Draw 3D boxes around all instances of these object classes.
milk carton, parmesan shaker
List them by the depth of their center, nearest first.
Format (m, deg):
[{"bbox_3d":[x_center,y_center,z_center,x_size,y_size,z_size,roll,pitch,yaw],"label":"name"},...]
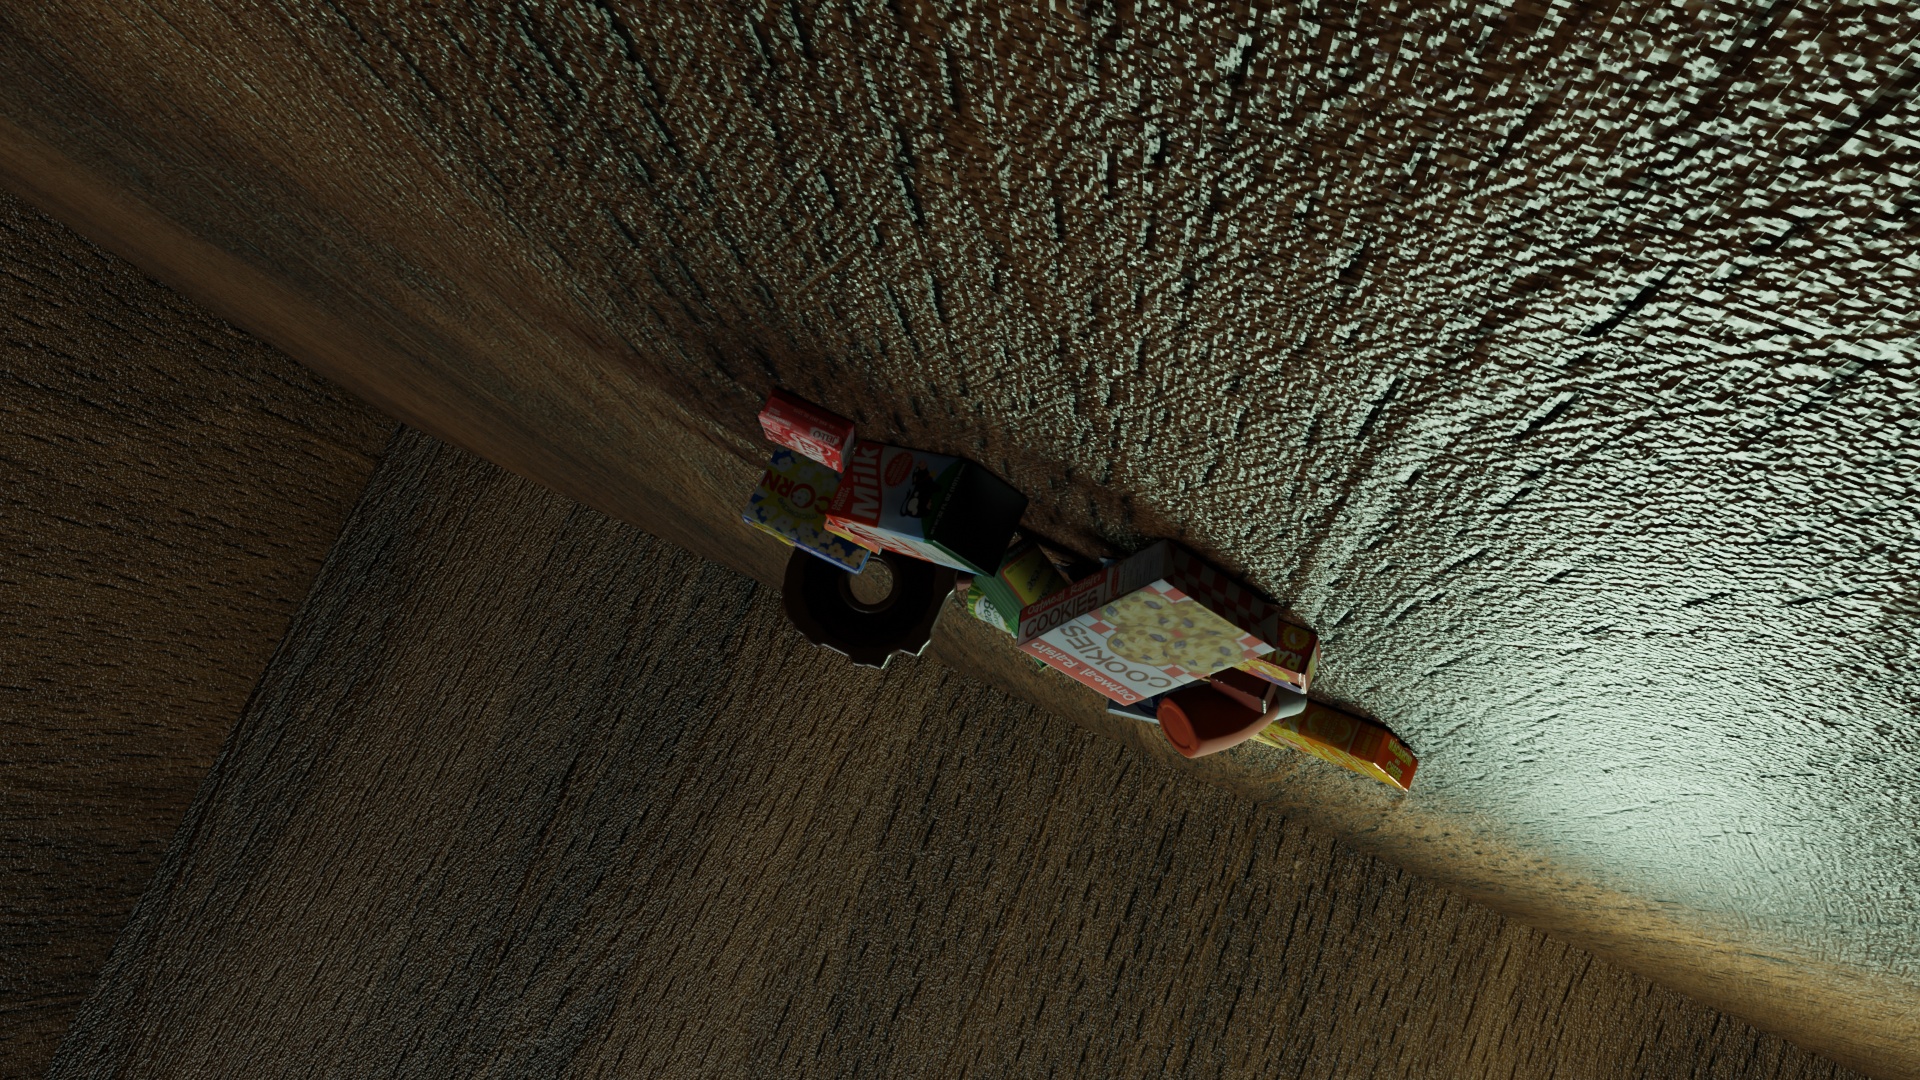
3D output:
[{"bbox_3d":[-0.042,-0.030,1.139,0.073,0.072,0.190,32,168,-39],"label":"milk carton"},{"bbox_3d":[0.065,0.055,1.234,0.103,0.071,0.071,52,172,5],"label":"parmesan shaker"}]

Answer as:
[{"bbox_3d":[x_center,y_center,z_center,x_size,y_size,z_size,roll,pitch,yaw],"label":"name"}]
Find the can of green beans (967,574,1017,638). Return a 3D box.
[{"bbox_3d":[0.048,0.057,1.431,0.058,0.071,0.071,20,170,29],"label":"can of green beans"}]

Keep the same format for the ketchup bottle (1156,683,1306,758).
[{"bbox_3d":[0.261,0.160,1.310,0.149,0.043,0.065,-9,-132,-30],"label":"ketchup bottle"}]

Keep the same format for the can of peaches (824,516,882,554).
[{"bbox_3d":[-0.088,-0.028,1.290,0.058,0.071,0.071,26,171,0],"label":"can of peaches"}]

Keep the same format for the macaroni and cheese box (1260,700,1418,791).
[{"bbox_3d":[0.384,0.204,1.465,0.166,0.040,0.123,18,169,39],"label":"macaroni and cheese box"}]

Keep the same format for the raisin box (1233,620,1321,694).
[{"bbox_3d":[0.234,0.082,1.157,0.123,0.040,0.086,21,170,20],"label":"raisin box"}]

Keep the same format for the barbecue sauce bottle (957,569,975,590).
[{"bbox_3d":[-0.011,0.030,1.508,0.065,0.044,0.148,19,172,0],"label":"barbecue sauce bottle"}]

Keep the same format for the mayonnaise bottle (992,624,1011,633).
[{"bbox_3d":[0.065,0.081,1.618,0.065,0.041,0.148,23,170,-2],"label":"mayonnaise bottle"}]

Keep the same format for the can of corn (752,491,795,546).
[{"bbox_3d":[-0.190,-0.031,1.553,0.071,0.071,0.058,20,171,29],"label":"can of corn"}]

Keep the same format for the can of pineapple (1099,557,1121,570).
[{"bbox_3d":[0.141,0.054,1.184,0.071,0.058,0.071,24,171,4],"label":"can of pineapple"}]

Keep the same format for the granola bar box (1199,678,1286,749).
[{"bbox_3d":[0.286,0.180,1.600,0.165,0.039,0.124,30,170,-31],"label":"granola bar box"}]

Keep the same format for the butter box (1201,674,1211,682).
[{"bbox_3d":[0.254,0.125,1.407,0.053,0.024,0.103,26,171,-4],"label":"butter box"}]

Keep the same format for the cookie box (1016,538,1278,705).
[{"bbox_3d":[0.144,0.068,1.090,0.123,0.040,0.167,30,143,-26],"label":"cookie box"}]

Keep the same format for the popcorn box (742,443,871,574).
[{"bbox_3d":[-0.136,-0.032,1.343,0.127,0.085,0.038,25,170,-1],"label":"popcorn box"}]

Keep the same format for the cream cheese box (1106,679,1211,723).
[{"bbox_3d":[0.205,0.161,1.425,0.104,0.053,0.024,13,167,3],"label":"cream cheese box"}]
